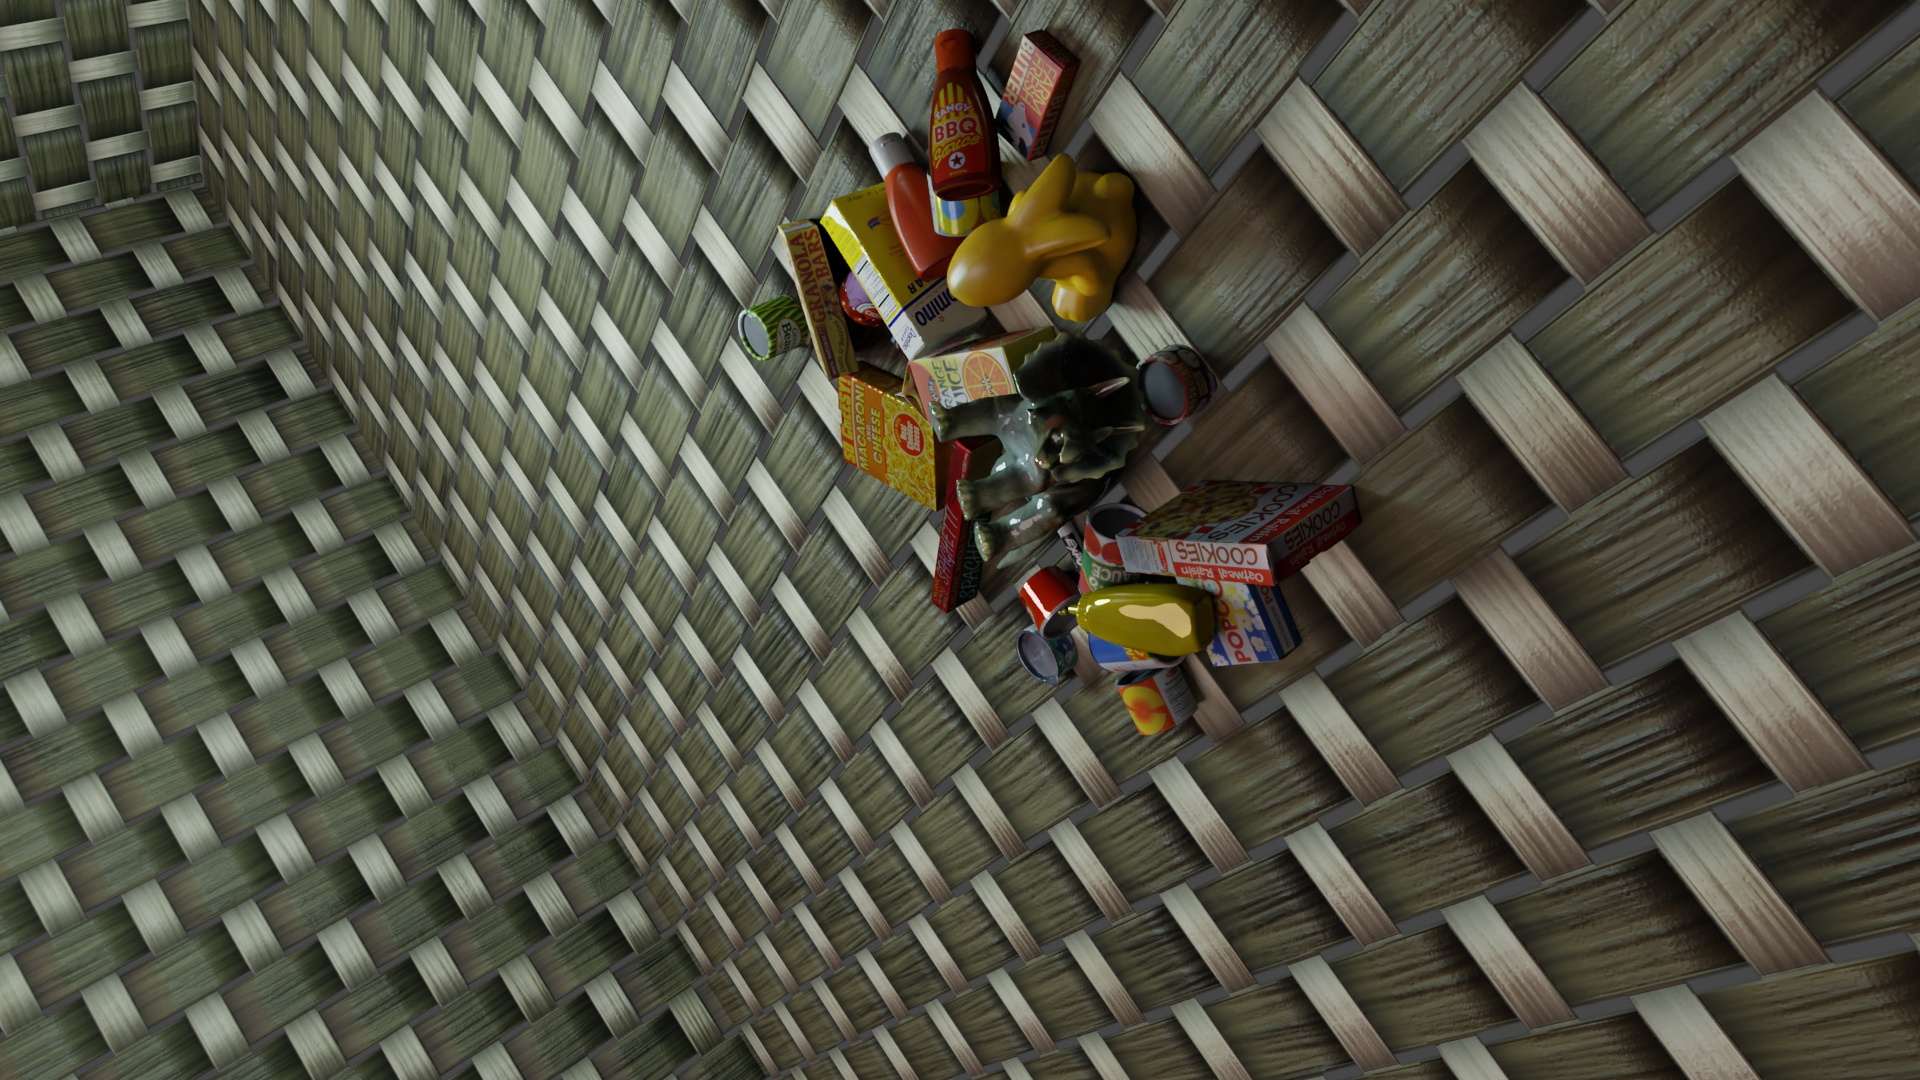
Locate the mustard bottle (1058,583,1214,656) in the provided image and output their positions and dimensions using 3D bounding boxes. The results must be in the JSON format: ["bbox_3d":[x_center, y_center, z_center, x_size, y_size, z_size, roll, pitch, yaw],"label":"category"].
[{"bbox_3d":[0.162,0.070,1.318,0.160,0.049,0.065,5,108,38],"label":"mustard bottle"}]

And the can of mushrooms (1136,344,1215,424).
[{"bbox_3d":[0.190,-0.139,1.241,0.071,0.033,0.070,31,135,37],"label":"can of mushrooms"}]

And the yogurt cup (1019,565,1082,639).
[{"bbox_3d":[0.099,0.064,1.475,0.054,0.072,0.072,51,145,28],"label":"yogurt cup"}]

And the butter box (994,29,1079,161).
[{"bbox_3d":[0.065,-0.393,1.230,0.053,0.024,0.103,48,144,19],"label":"butter box"}]

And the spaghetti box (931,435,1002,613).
[{"bbox_3d":[0.006,-0.019,1.548,0.029,0.050,0.248,40,140,30],"label":"spaghetti box"}]

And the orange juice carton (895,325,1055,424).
[{"bbox_3d":[0.016,-0.165,1.413,0.192,0.072,0.073,1,114,51],"label":"orange juice carton"}]

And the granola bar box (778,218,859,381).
[{"bbox_3d":[-0.158,-0.271,1.544,0.124,0.039,0.165,-123,17,-71],"label":"granola bar box"}]

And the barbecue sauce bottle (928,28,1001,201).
[{"bbox_3d":[0.000,-0.387,1.259,0.065,0.043,0.148,-8,81,23],"label":"barbecue sauce bottle"}]

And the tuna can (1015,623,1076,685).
[{"bbox_3d":[0.097,0.125,1.546,0.071,0.033,0.070,31,136,36],"label":"tuna can"}]

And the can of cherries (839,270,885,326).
[{"bbox_3d":[-0.088,-0.267,1.478,0.071,0.072,0.058,59,146,3],"label":"can of cherries"}]

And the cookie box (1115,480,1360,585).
[{"bbox_3d":[0.237,-0.009,1.192,0.167,0.123,0.040,5,118,50],"label":"cookie box"}]

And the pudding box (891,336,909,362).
[{"bbox_3d":[-0.038,-0.225,1.477,0.050,0.030,0.083,52,145,12],"label":"pudding box"}]

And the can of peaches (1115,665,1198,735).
[{"bbox_3d":[0.198,0.158,1.410,0.071,0.071,0.058,-21,97,55],"label":"can of peaches"}]

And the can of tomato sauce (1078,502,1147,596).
[{"bbox_3d":[0.153,0.016,1.366,0.071,0.071,0.082,33,136,34],"label":"can of tomato sauce"}]

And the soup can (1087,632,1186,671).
[{"bbox_3d":[0.179,0.094,1.391,0.083,0.071,0.071,-14,102,54],"label":"soup can"}]

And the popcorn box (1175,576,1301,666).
[{"bbox_3d":[0.252,0.052,1.290,0.085,0.038,0.126,-14,102,55],"label":"popcorn box"}]

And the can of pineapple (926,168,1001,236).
[{"bbox_3d":[0.006,-0.326,1.319,0.071,0.071,0.057,22,131,43],"label":"can of pineapple"}]

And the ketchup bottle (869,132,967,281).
[{"bbox_3d":[-0.044,-0.335,1.383,0.149,0.065,0.043,64,178,10],"label":"ketchup bottle"}]

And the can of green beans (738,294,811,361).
[{"bbox_3d":[-0.225,-0.255,1.672,0.071,0.058,0.071,31,136,36],"label":"can of green beans"}]

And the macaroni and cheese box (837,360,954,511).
[{"bbox_3d":[-0.073,-0.121,1.585,0.167,0.040,0.123,29,133,38],"label":"macaroni and cheese box"}]
